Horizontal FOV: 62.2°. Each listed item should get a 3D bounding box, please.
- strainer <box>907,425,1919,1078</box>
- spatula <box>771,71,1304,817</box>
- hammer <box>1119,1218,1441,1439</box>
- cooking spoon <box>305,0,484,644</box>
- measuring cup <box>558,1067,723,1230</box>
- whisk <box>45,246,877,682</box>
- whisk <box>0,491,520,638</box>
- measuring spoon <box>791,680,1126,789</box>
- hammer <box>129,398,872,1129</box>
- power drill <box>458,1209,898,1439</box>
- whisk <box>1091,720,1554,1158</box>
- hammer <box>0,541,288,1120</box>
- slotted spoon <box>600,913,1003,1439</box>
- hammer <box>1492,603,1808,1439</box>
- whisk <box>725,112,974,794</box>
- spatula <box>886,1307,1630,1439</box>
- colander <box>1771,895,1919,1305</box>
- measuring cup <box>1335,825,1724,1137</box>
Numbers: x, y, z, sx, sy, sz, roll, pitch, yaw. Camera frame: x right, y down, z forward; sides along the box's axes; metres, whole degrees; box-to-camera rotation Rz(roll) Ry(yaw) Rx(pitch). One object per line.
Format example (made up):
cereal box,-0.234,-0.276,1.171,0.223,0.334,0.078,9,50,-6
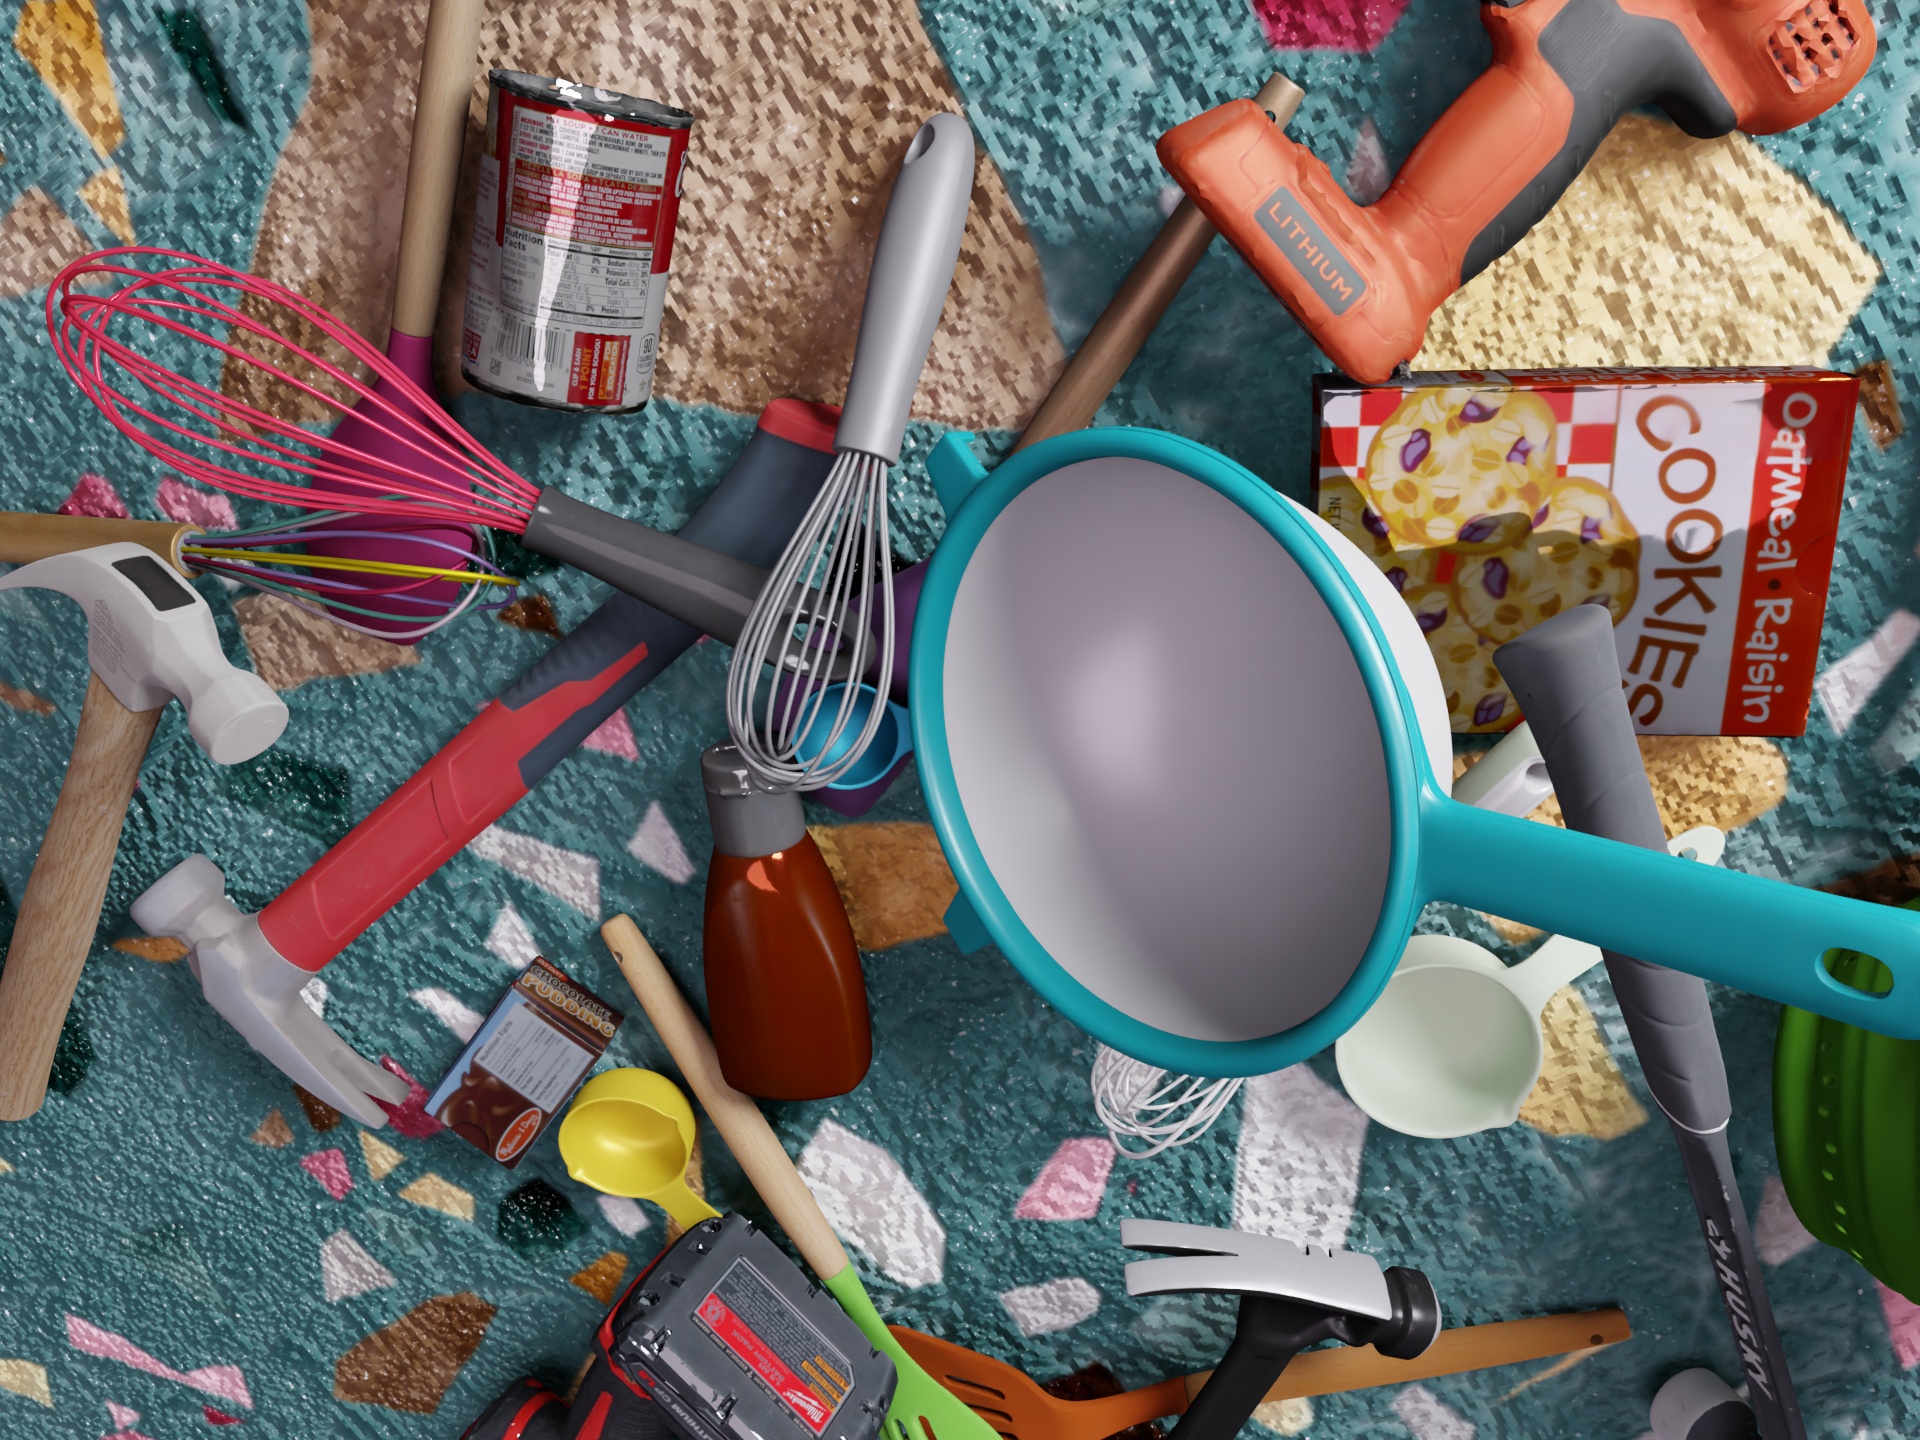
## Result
strainer,0.128,0.016,0.487,0.341,0.095,0.211,16,115,44
spatula,0.021,-0.090,0.577,0.059,0.018,0.316,33,112,-8
hammer,0.075,0.339,0.686,0.127,0.034,0.336,14,122,-11
cooking spoon,-0.193,-0.164,0.569,0.069,0.017,0.318,21,119,1
measuring cup,-0.115,0.212,0.711,0.062,0.029,0.156,-31,114,19
whisk,-0.164,-0.079,0.544,0.295,0.073,0.073,24,112,-12
whisk,-0.279,-0.065,0.609,0.245,0.047,0.051,6,119,17
measuring spoon,-0.001,-0.002,0.607,0.128,0.021,0.042,-7,107,-7
hammer,-0.166,0.019,0.637,0.386,0.038,0.143,-38,101,19
power drill,-0.131,0.327,0.703,0.143,0.078,0.219,44,123,4
whisk,0.133,0.085,0.590,0.057,0.059,0.246,30,120,-20
hammer,-0.367,0.061,0.654,0.130,0.031,0.331,45,124,13
slotted spoon,-0.070,0.218,0.692,0.070,0.031,0.313,-23,101,42
hammer,0.253,0.145,0.539,0.036,0.149,0.408,-26,110,-7
whisk,-0.031,-0.090,0.533,0.055,0.055,0.239,14,86,4
spatula,0.123,0.283,0.696,0.322,0.041,0.081,-13,109,9
colander,0.334,0.049,0.536,0.094,0.204,0.397,-2,95,46
measuring cup,0.214,0.090,0.602,0.083,0.038,0.167,43,109,-8
